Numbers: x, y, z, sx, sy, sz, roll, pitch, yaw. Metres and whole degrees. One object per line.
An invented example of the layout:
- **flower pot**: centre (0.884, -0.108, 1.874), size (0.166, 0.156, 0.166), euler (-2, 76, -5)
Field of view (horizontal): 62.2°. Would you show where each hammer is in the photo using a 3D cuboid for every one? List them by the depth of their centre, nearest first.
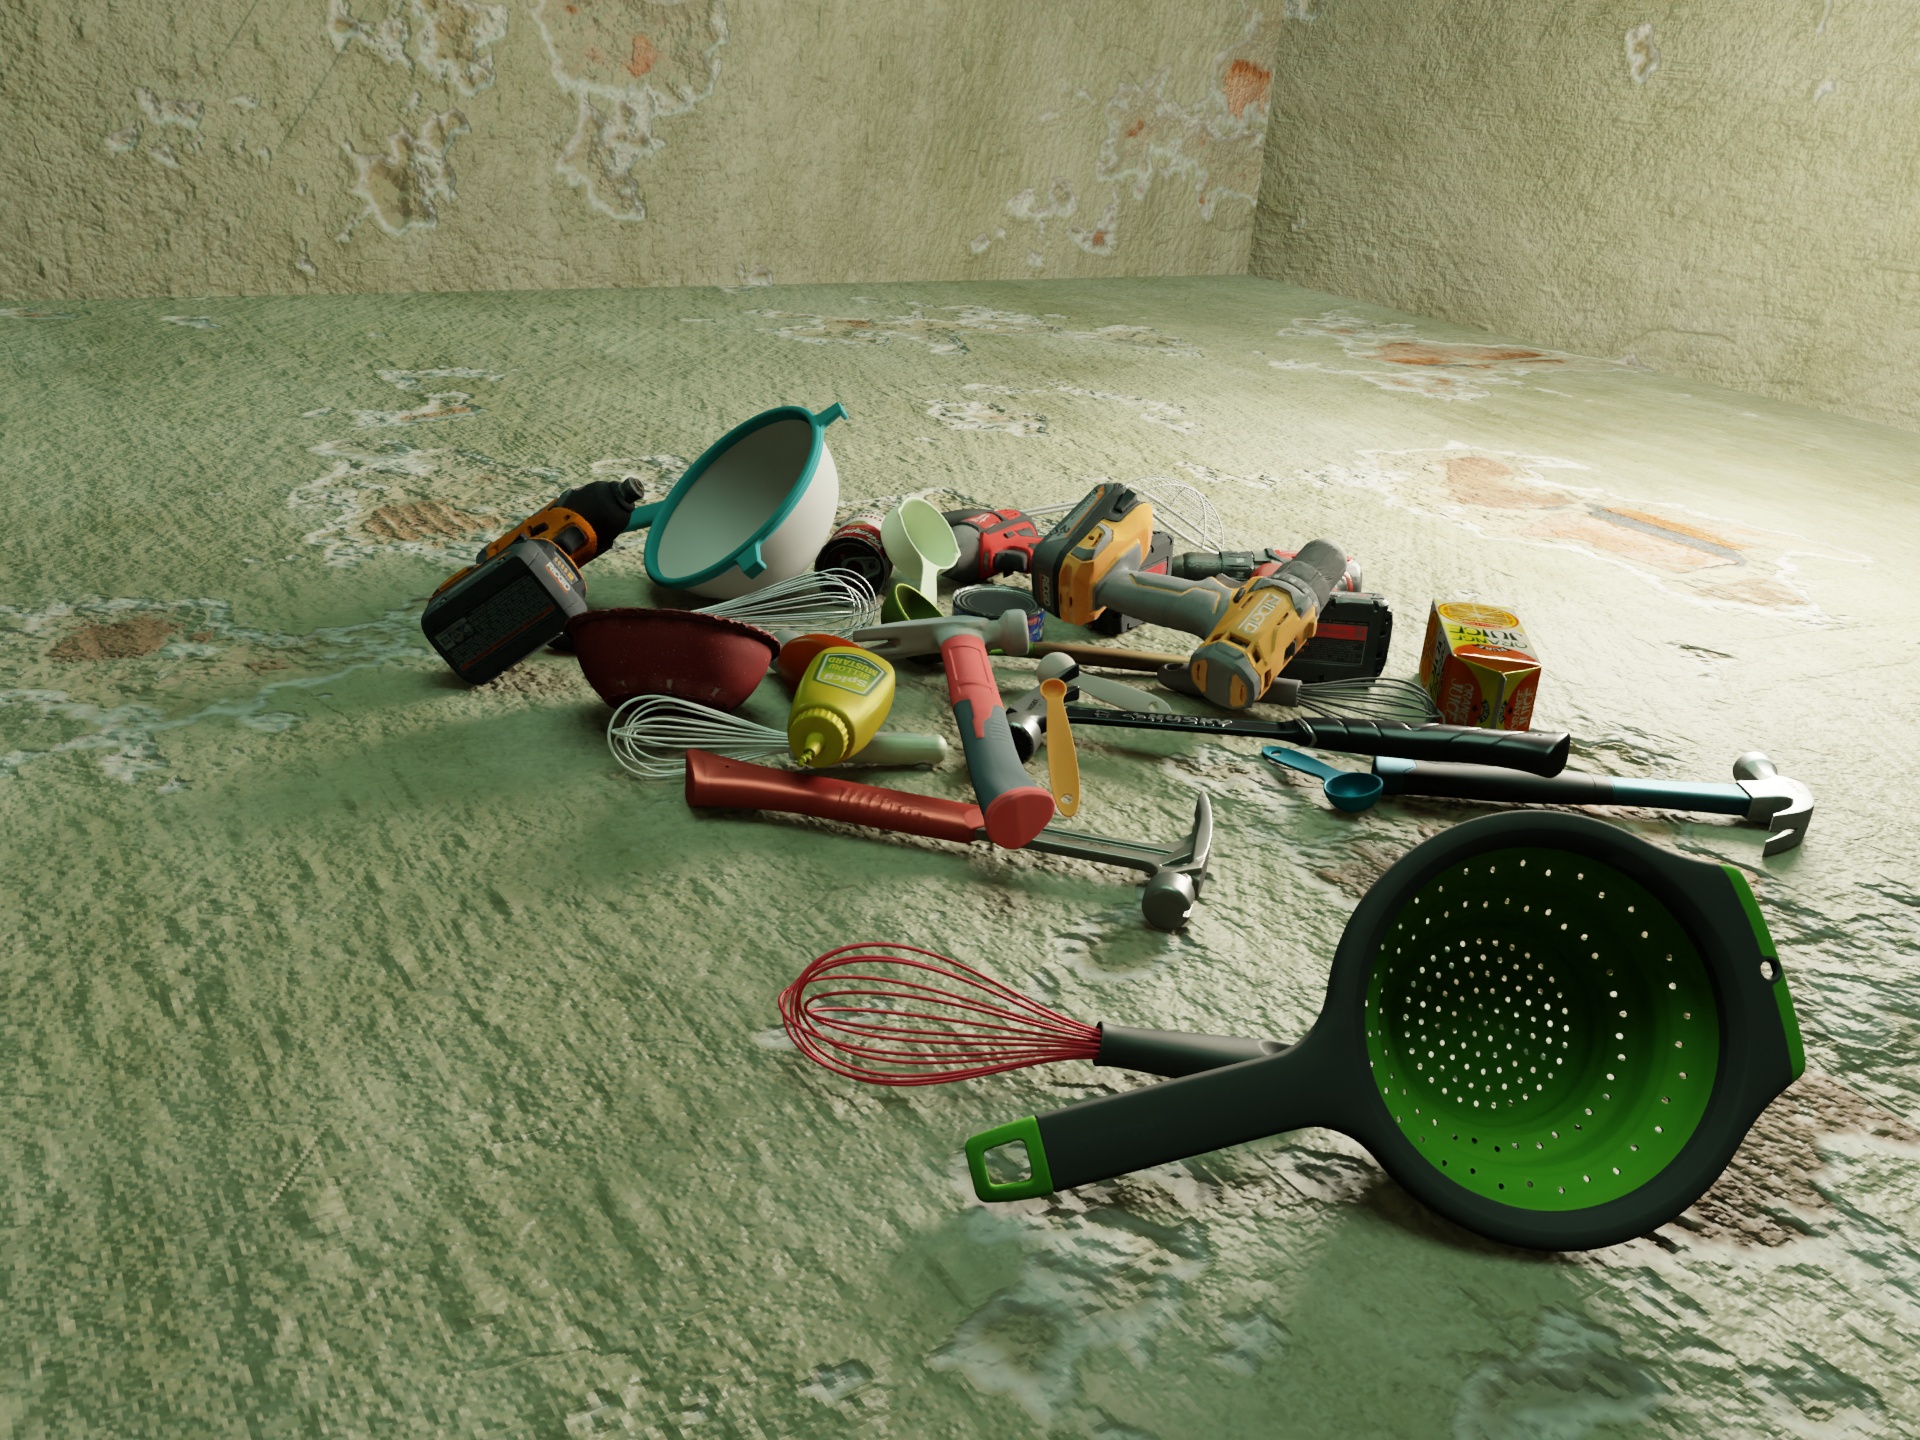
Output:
- **hammer**: centre (-0.012, 0.062, 1.070), size (0.359, 0.036, 0.149), euler (10, 24, 11)
- **hammer**: centre (-0.002, -0.004, 1.134), size (0.143, 0.038, 0.387), euler (-6, 21, -3)
- **hammer**: centre (0.467, 0.051, 1.184), size (0.331, 0.033, 0.128), euler (4, 22, -1)
- **hammer**: centre (0.237, 0.007, 1.186), size (0.409, 0.036, 0.149), euler (5, 22, 17)

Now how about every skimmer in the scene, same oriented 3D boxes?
- **skimmer**: centre (0.102, -0.197, 1.693), size (0.363, 0.090, 0.127), euler (-9, 28, -6)

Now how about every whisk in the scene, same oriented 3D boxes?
- **whisk**: centre (0.052, 0.164, 0.826), size (0.296, 0.073, 0.073), euler (9, 23, -5)
- **whisk**: centre (-0.129, 0.015, 1.147), size (0.246, 0.059, 0.058), euler (3, -4, -14)
- **whisk**: centre (0.274, -0.019, 1.301), size (0.239, 0.055, 0.055), euler (10, 24, 24)
- **whisk**: centre (-0.209, -0.085, 1.353), size (0.284, 0.070, 0.070), euler (-6, 25, -11)

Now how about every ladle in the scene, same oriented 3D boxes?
- **ladle**: centre (0.090, -0.068, 1.364), size (0.320, 0.062, 0.078), euler (6, 30, -3)

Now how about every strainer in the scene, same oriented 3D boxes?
- **strainer**: centre (-0.230, -0.179, 1.512), size (0.340, 0.095, 0.211), euler (-3, 54, 45)

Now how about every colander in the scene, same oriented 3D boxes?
- **colander**: centre (0.197, 0.170, 0.786), size (0.397, 0.204, 0.094), euler (-14, -10, -3)

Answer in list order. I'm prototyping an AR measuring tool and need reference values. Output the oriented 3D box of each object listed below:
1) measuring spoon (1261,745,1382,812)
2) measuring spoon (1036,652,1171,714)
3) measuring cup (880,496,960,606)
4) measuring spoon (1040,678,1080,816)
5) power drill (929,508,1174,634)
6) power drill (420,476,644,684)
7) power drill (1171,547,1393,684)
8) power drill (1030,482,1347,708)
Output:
- **measuring spoon**: centre (0.267, 0.044, 1.191), size (0.042, 0.021, 0.129), euler (-19, 21, -20)
- **measuring spoon**: centre (0.116, -0.029, 1.305), size (0.124, 0.034, 0.018), euler (21, -16, 26)
- **measuring cup**: centre (-0.041, -0.130, 1.456), size (0.083, 0.038, 0.168), euler (31, 44, -36)
- **measuring spoon**: centre (0.072, 0.020, 1.147), size (0.021, 0.011, 0.117), euler (-5, 57, 0)
- **power drill**: centre (0.082, -0.151, 1.530), size (0.220, 0.078, 0.143), euler (16, 26, 32)
- **power drill**: centre (-0.344, -0.130, 1.319), size (0.164, 0.084, 0.227), euler (-32, 21, 12)
- **power drill**: centre (0.292, -0.109, 1.471), size (0.188, 0.080, 0.227), euler (4, 21, -1)
- **power drill**: centre (0.197, -0.120, 1.335), size (0.226, 0.084, 0.185), euler (29, 58, 27)
